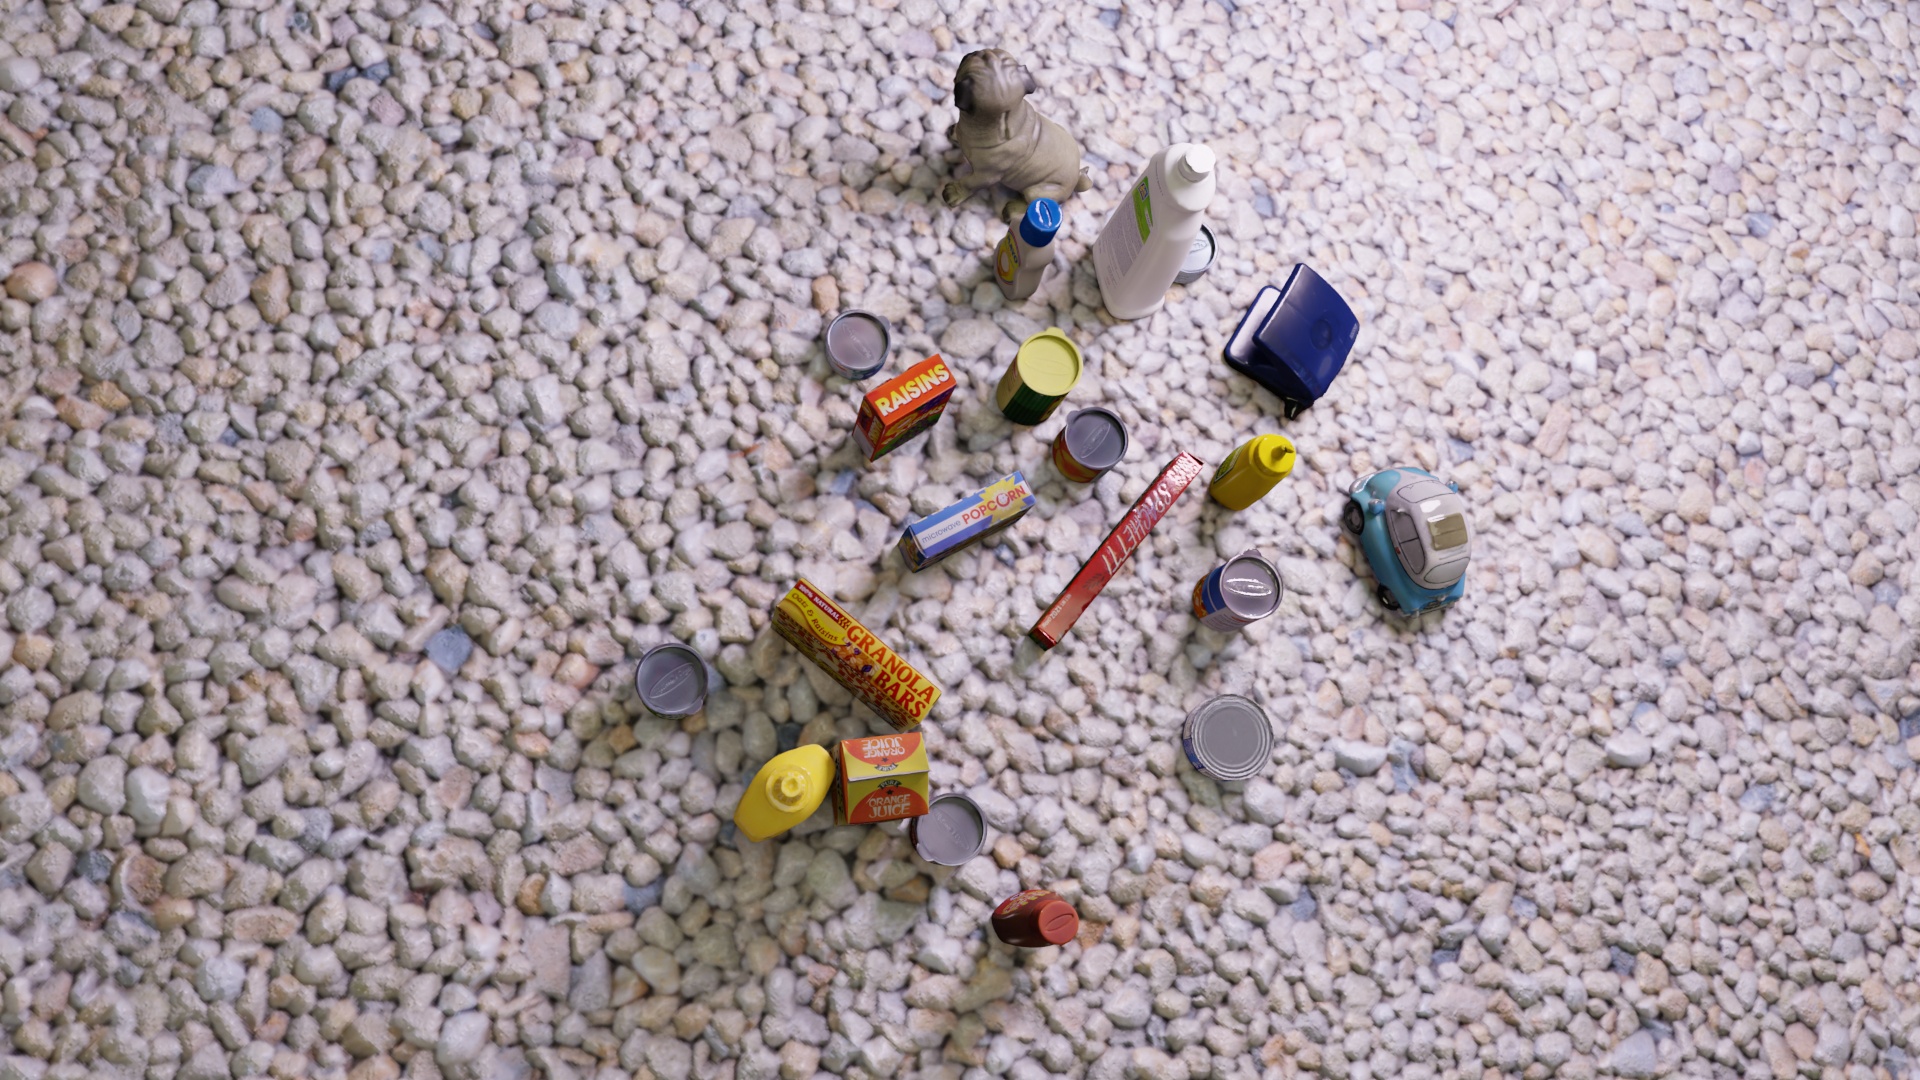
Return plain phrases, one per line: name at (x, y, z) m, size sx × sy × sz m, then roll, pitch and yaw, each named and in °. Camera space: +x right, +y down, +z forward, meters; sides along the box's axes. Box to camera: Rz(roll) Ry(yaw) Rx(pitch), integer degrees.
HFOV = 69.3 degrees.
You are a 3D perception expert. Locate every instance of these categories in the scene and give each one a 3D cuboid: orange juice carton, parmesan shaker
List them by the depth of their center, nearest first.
orange juice carton at (-0.073, 0.214, 1.236) m, size 0.072 × 0.192 × 0.073 m, roll -4°, pitch 78°, yaw -11°
parmesan shaker at (0.079, -0.164, 1.399) m, size 0.071 × 0.103 × 0.071 m, roll 2°, pitch 77°, yaw -10°

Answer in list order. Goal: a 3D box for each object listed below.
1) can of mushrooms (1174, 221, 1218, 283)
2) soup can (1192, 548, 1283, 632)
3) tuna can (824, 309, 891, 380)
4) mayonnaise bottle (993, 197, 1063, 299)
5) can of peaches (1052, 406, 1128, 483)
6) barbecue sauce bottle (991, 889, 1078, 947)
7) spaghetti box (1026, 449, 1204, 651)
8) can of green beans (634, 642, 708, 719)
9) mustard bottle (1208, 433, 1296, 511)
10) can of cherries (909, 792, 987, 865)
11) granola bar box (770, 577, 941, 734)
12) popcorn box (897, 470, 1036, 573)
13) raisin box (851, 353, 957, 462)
can of mushrooms at (0.241, -0.315, 1.500) m, size 0.071 × 0.033 × 0.071 m, roll 2°, pitch 77°, yaw -10°
soup can at (0.278, 0.051, 1.394) m, size 0.071 × 0.083 × 0.071 m, roll 2°, pitch 77°, yaw -10°
tuna can at (-0.103, -0.200, 1.411) m, size 0.071 × 0.032 × 0.071 m, roll 2°, pitch 77°, yaw -10°
mayonnaise bottle at (0.068, -0.298, 1.405) m, size 0.041 × 0.147 × 0.065 m, roll -15°, pitch 80°, yaw -13°
can of peaches at (0.130, -0.098, 1.416) m, size 0.071 × 0.058 × 0.071 m, roll 2°, pitch 77°, yaw -10°
barbecue sauce bottle at (0.072, 0.342, 1.255) m, size 0.065 × 0.148 × 0.044 m, roll -23°, pitch 82°, yaw -14°
spaghetti box at (0.157, 0.008, 1.400) m, size 0.029 × 0.050 × 0.251 m, roll 41°, pitch 74°, yaw 1°
can of green beans at (-0.267, 0.132, 1.290) m, size 0.071 × 0.057 × 0.071 m, roll 2°, pitch 77°, yaw -10°
mustard bottle at (0.298, -0.075, 1.388) m, size 0.049 × 0.160 × 0.065 m, roll 34°, pitch 74°, yaw -1°
can of cherries at (-0.015, 0.272, 1.302) m, size 0.071 × 0.058 × 0.071 m, roll 2°, pitch 77°, yaw -10°
granola bar box at (-0.099, 0.109, 1.291) m, size 0.165 × 0.124 × 0.039 m, roll 39°, pitch 74°, yaw 0°
popcorn box at (0.005, -0.017, 1.360) m, size 0.127 × 0.085 × 0.038 m, roll -27°, pitch 83°, yaw -15°
raisin box at (-0.056, -0.129, 1.356) m, size 0.086 × 0.123 × 0.040 m, roll -32°, pitch 85°, yaw -15°
